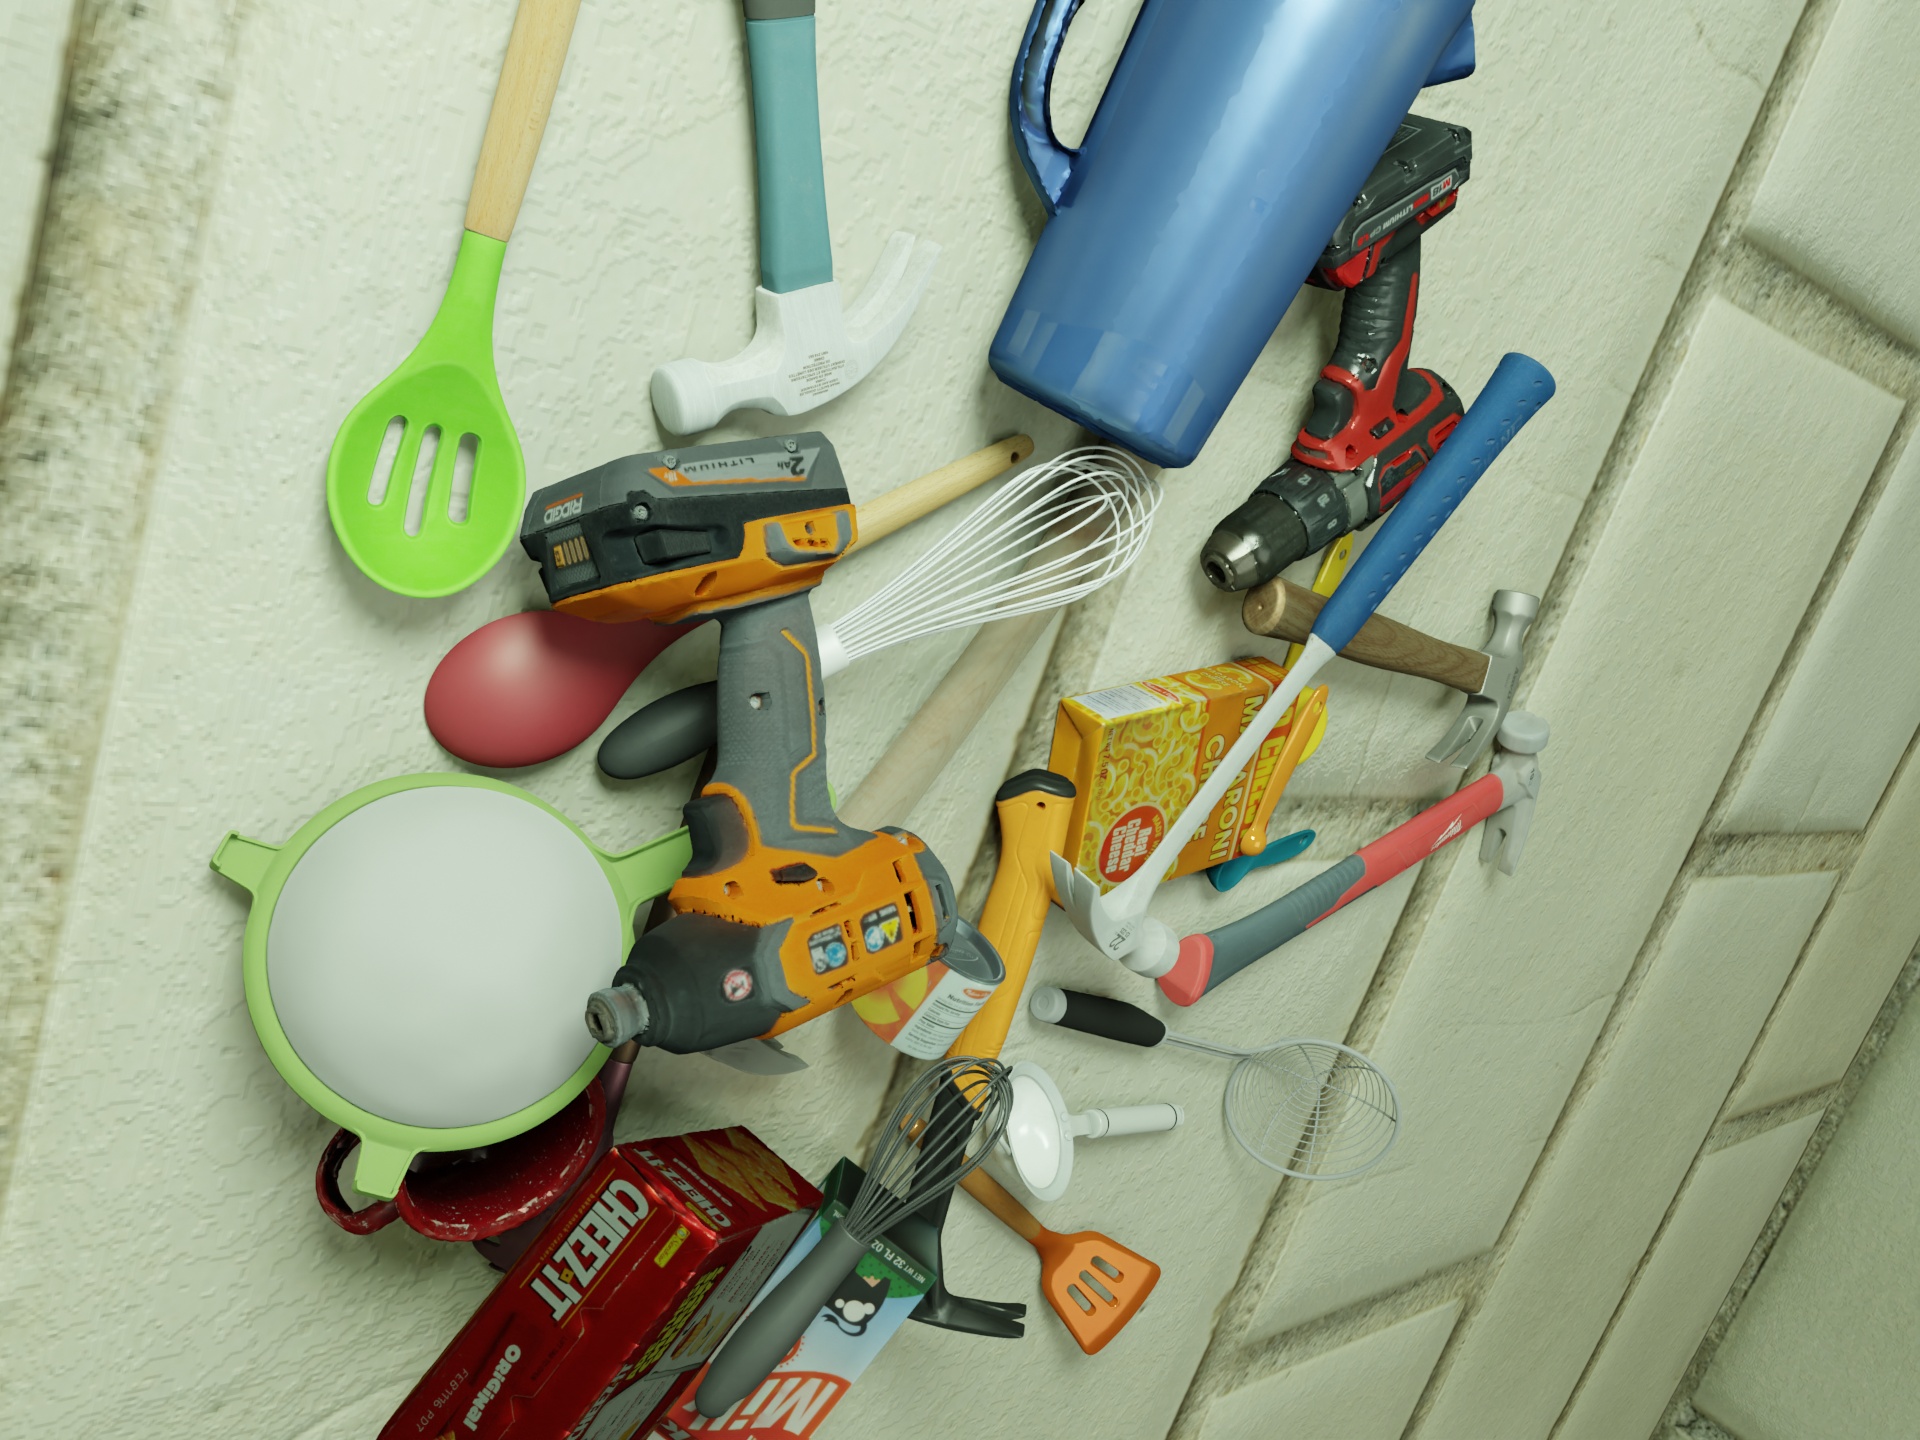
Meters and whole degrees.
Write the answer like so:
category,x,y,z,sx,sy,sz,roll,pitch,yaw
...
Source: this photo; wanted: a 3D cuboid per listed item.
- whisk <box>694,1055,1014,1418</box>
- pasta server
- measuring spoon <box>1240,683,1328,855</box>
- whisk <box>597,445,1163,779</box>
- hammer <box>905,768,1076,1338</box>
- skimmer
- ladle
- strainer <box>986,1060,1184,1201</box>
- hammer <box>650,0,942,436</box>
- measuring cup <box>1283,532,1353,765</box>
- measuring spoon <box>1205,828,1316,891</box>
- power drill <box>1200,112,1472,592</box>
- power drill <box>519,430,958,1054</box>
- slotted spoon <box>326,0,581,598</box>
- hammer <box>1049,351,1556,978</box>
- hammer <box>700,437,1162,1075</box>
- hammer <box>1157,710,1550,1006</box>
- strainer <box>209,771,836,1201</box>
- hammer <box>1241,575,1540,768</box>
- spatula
category,x,y,z,sx,sy,sz,roll,pitch,yaw
whisk,-0.055,0.264,0.814,0.239,0.055,0.055,-49,137,0
pasta server,-0.158,0.132,0.759,0.060,0.040,0.316,12,102,-46
measuring spoon,0.201,0.032,0.974,0.021,0.011,0.117,10,107,-46
whisk,-0.033,-0.045,0.716,0.284,0.070,0.070,-28,132,-10
hammer,0.015,0.191,0.905,0.034,0.127,0.337,-57,162,-77
skimmer,0.175,0.248,1.084,0.127,0.090,0.363,-37,142,26
ladle,-0.086,-0.064,0.706,0.315,0.031,0.069,-31,129,-28
strainer,0.082,0.268,1.047,0.258,0.050,0.087,14,61,-51
hammer,-0.069,-0.276,0.588,0.128,0.033,0.330,-22,127,-31
measuring cup,0.224,-0.041,0.998,0.062,0.029,0.156,1,113,-43
measuring spoon,0.201,0.085,1.068,0.128,0.021,0.042,-9,125,-50
power drill,0.195,-0.190,0.853,0.188,0.080,0.226,-36,137,-21
power drill,-0.093,0.012,0.616,0.164,0.084,0.226,-18,97,-45
slotted spoon,-0.158,-0.195,0.560,0.070,0.031,0.313,12,104,-30
hammer,0.195,-0.036,0.886,0.405,0.035,0.144,-53,145,0
hammer,-0.001,-0.003,0.801,0.411,0.038,0.146,-54,154,-8
hammer,0.291,0.121,1.153,0.386,0.038,0.143,-24,130,-31
strainer,-0.148,0.067,0.635,0.256,0.069,0.151,-23,83,-33
hammer,0.280,-0.044,1.022,0.331,0.031,0.130,10,95,-47
spatula,0.043,0.333,1.050,0.081,0.041,0.322,-47,136,-10
